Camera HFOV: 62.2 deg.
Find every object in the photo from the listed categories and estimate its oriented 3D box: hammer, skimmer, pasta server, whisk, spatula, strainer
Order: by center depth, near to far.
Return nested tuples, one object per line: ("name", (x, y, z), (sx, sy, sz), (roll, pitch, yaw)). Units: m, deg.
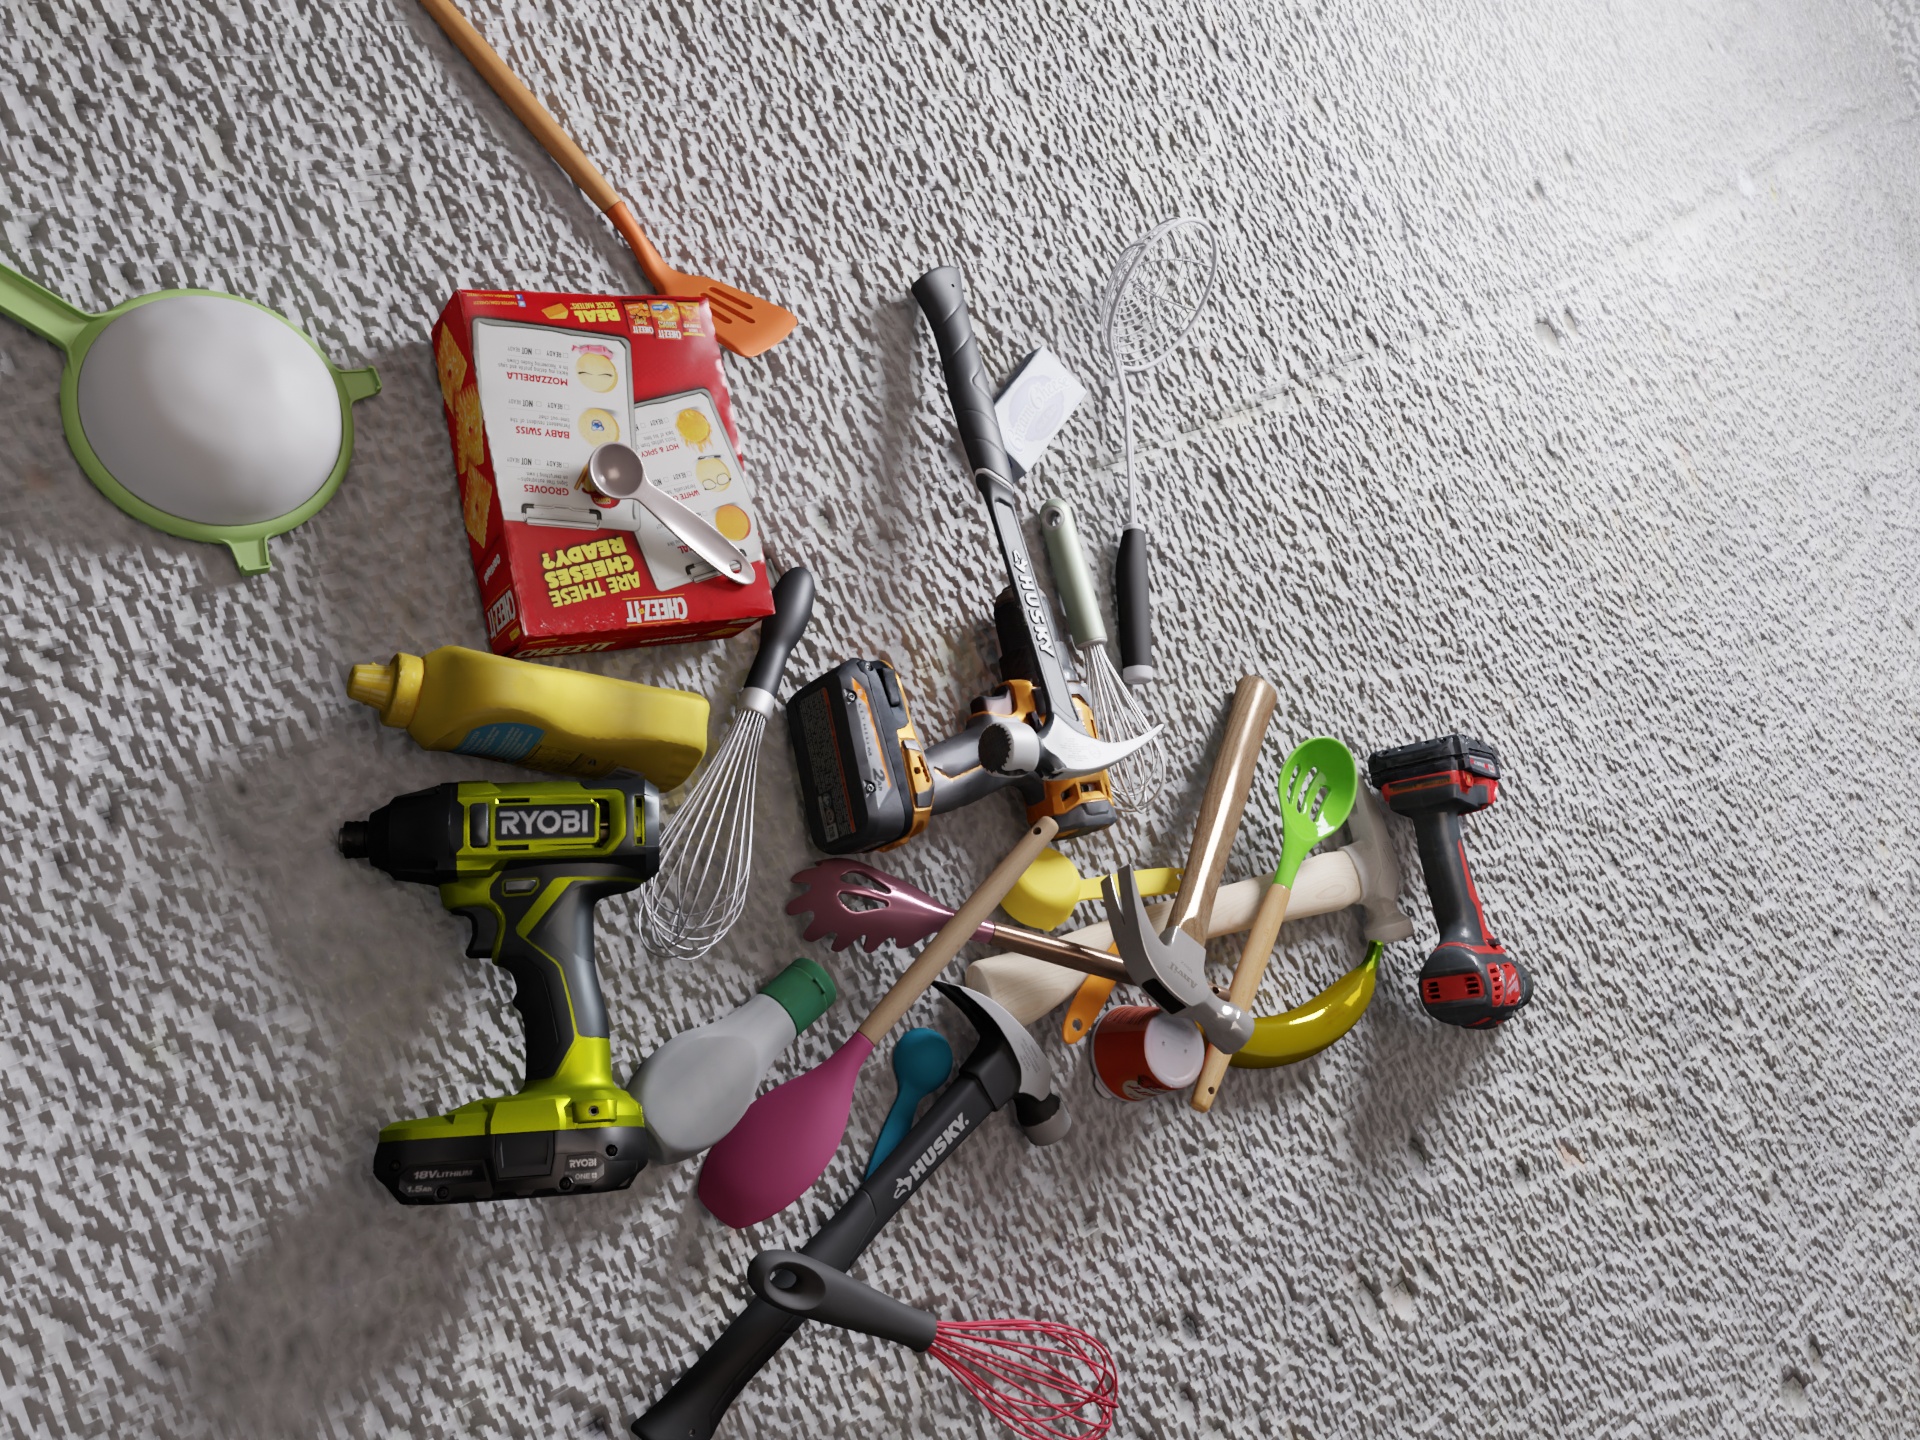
("strainer", (-0.444, -0.203, 0.847), (0.256, 0.069, 0.152), (33, 61, -23))
("whisk", (-0.008, 0.372, 0.950), (0.295, 0.073, 0.073), (33, 60, -30))
("hammer", (-0.066, 0.300, 0.955), (0.335, 0.035, 0.146), (-42, 117, -31))
("whisk", (-0.139, 0.018, 0.995), (0.070, 0.070, 0.285), (29, 57, -23))
("spatula", (-0.239, -0.362, 1.045), (0.322, 0.041, 0.081), (48, 37, -10))
("pasta server", (0.040, 0.149, 1.052), (0.316, 0.040, 0.060), (18, 60, -20))
("hammer", (0.033, -0.148, 1.111), (0.149, 0.036, 0.409), (3, 63, -39))
("hammer", (0.183, 0.076, 1.147), (0.130, 0.031, 0.331), (40, 42, -13))
("hammer", (0.174, 0.136, 1.174), (0.410, 0.038, 0.146), (-11, 81, -35))
("whisk", (0.100, -0.049, 1.178), (0.059, 0.058, 0.246), (11, 63, -67))
("skimmer", (0.159, -0.209, 1.231), (0.127, 0.090, 0.363), (25, 62, -61))

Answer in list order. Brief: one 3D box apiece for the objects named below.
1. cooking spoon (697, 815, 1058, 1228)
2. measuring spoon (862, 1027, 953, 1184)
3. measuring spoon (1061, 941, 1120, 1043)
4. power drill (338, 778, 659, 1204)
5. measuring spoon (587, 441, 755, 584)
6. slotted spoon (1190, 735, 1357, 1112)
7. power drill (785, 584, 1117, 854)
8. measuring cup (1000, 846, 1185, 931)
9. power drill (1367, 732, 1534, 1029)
("cooking spoon", (-0.042, 0.175, 0.975), (0.319, 0.069, 0.017), (-47, 146, -20))
("measuring spoon", (-0.034, 0.256, 1.010), (0.042, 0.021, 0.129), (32, 61, -22))
("measuring spoon", (0.101, 0.174, 1.085), (0.021, 0.011, 0.117), (45, 56, -11))
("power drill", (-0.248, 0.143, 0.860), (0.171, 0.080, 0.223), (-1, 73, -11))
("measuring spoon", (-0.173, -0.119, 0.950), (0.124, 0.018, 0.034), (39, 62, -27))
("slotted spoon", (0.225, 0.144, 1.166), (0.070, 0.031, 0.314), (36, 60, -16))
("power drill", (-0.002, -0.003, 1.075), (0.226, 0.084, 0.185), (-4, 76, -38))
("measuring cup", (0.101, 0.109, 1.109), (0.156, 0.029, 0.062), (-3, 49, -21))
("power drill", (0.409, 0.135, 1.287), (0.187, 0.080, 0.227), (13, 66, -56))
